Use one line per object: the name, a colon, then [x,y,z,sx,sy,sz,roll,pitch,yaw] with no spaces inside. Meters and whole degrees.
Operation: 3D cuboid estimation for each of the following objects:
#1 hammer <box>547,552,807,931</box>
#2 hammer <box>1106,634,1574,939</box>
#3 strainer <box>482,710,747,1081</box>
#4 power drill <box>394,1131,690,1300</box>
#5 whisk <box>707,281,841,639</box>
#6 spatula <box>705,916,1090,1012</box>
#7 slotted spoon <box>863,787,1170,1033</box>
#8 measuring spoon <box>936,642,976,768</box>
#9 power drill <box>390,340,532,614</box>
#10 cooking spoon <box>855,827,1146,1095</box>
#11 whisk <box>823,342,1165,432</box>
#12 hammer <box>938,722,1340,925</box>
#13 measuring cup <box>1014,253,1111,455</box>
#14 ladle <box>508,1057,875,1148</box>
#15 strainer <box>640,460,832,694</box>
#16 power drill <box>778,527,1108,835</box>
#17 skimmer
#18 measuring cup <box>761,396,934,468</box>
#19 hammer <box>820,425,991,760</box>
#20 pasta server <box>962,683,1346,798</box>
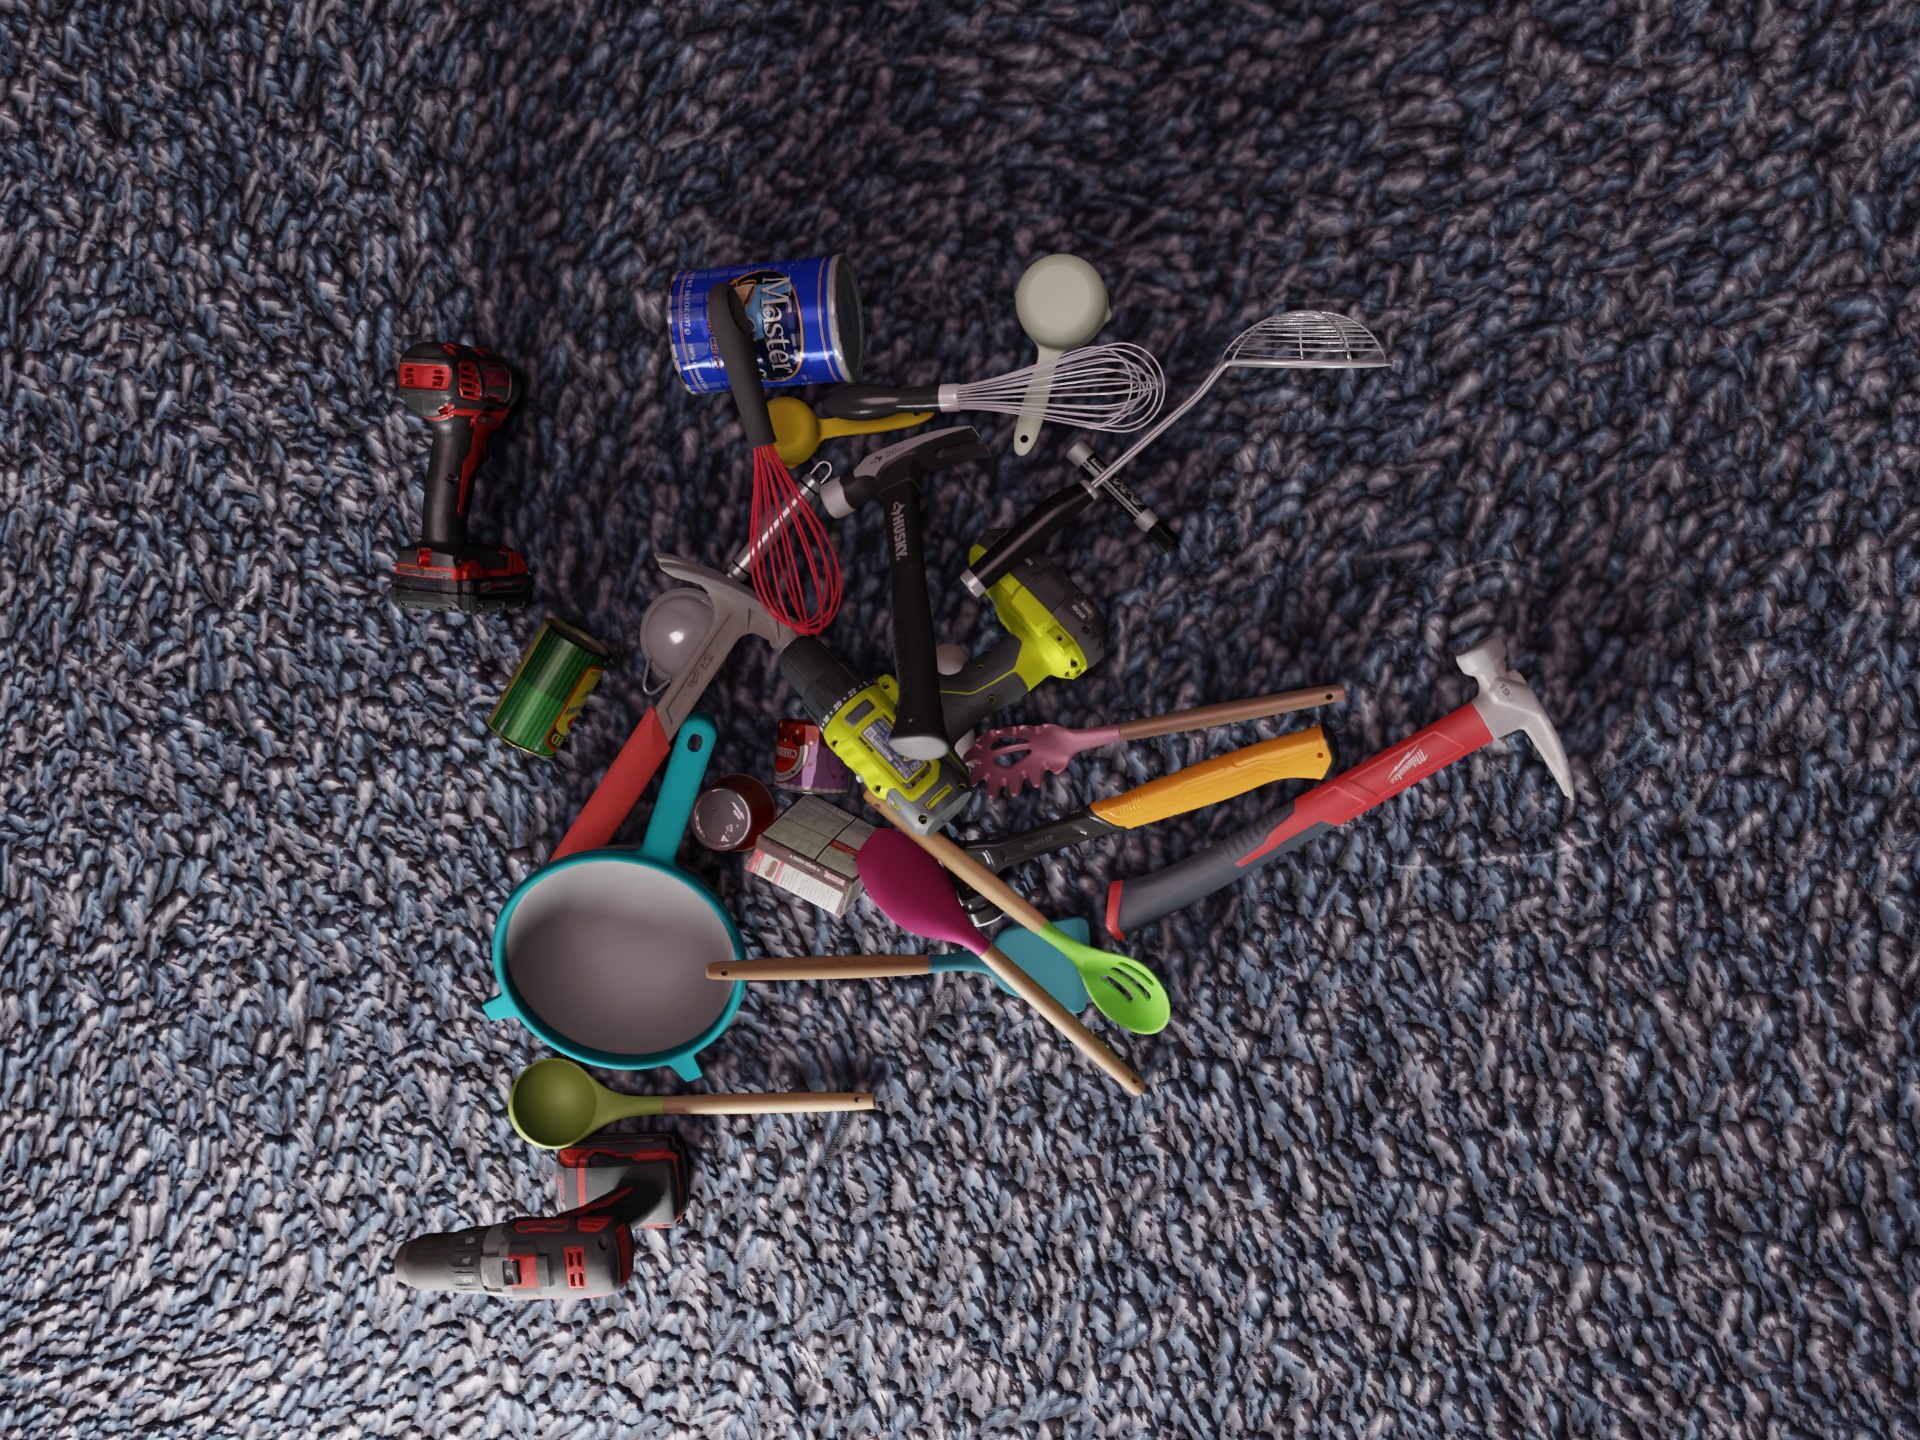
hammer: [-0.283,0.032,1.355,0.149,0.037,0.359,27,105,-33]
hammer: [0.295,0.088,1.289,0.386,0.038,0.143,-30,89,10]
strainer: [-0.259,0.129,1.329,0.211,0.095,0.340,19,111,-7]
power drill: [-0.335,0.414,1.313,0.188,0.226,0.080,-5,92,9]
whisk: [-0.153,-0.202,1.276,0.073,0.073,0.295,-11,107,10]
spatula: [-0.050,0.204,1.319,0.317,0.044,0.082,0,96,-13]
slotted spoon: [0.047,0.151,1.299,0.313,0.031,0.070,38,130,-8]
measuring spoon: [-0.002,-0.004,1.343,0.034,0.018,0.124,-11,92,10]
power drill: [-0.417,-0.205,1.347,0.078,0.143,0.219,7,100,13]
cooking spoon: [0.038,0.204,1.306,0.318,0.017,0.069,43,59,-11]
whisk: [0.024,-0.261,1.286,0.284,0.070,0.070,0,93,16]
hammer: [0.137,0.063,1.282,0.337,0.034,0.127,-19,110,15]
measuring cup: [0.070,-0.300,1.305,0.083,0.038,0.167,16,94,8]
ladle: [-0.234,0.331,1.381,0.320,0.062,0.078,-3,66,7]
strainer: [-0.197,-0.123,1.360,0.087,0.050,0.258,42,95,10]
power drill: [-0.015,-0.046,1.277,0.228,0.080,0.191,-41,78,-9]
skimmer: [0.165,-0.196,1.235,0.363,0.127,0.090,-39,102,4]
measuring cup: [-0.100,-0.253,1.338,0.156,0.029,0.062,-8,80,7]
hammer: [-0.035,-0.102,1.222,0.146,0.035,0.335,-23,45,17]
pasta server: [0.158,0.008,1.308,0.316,0.040,0.060,-11,109,8]
